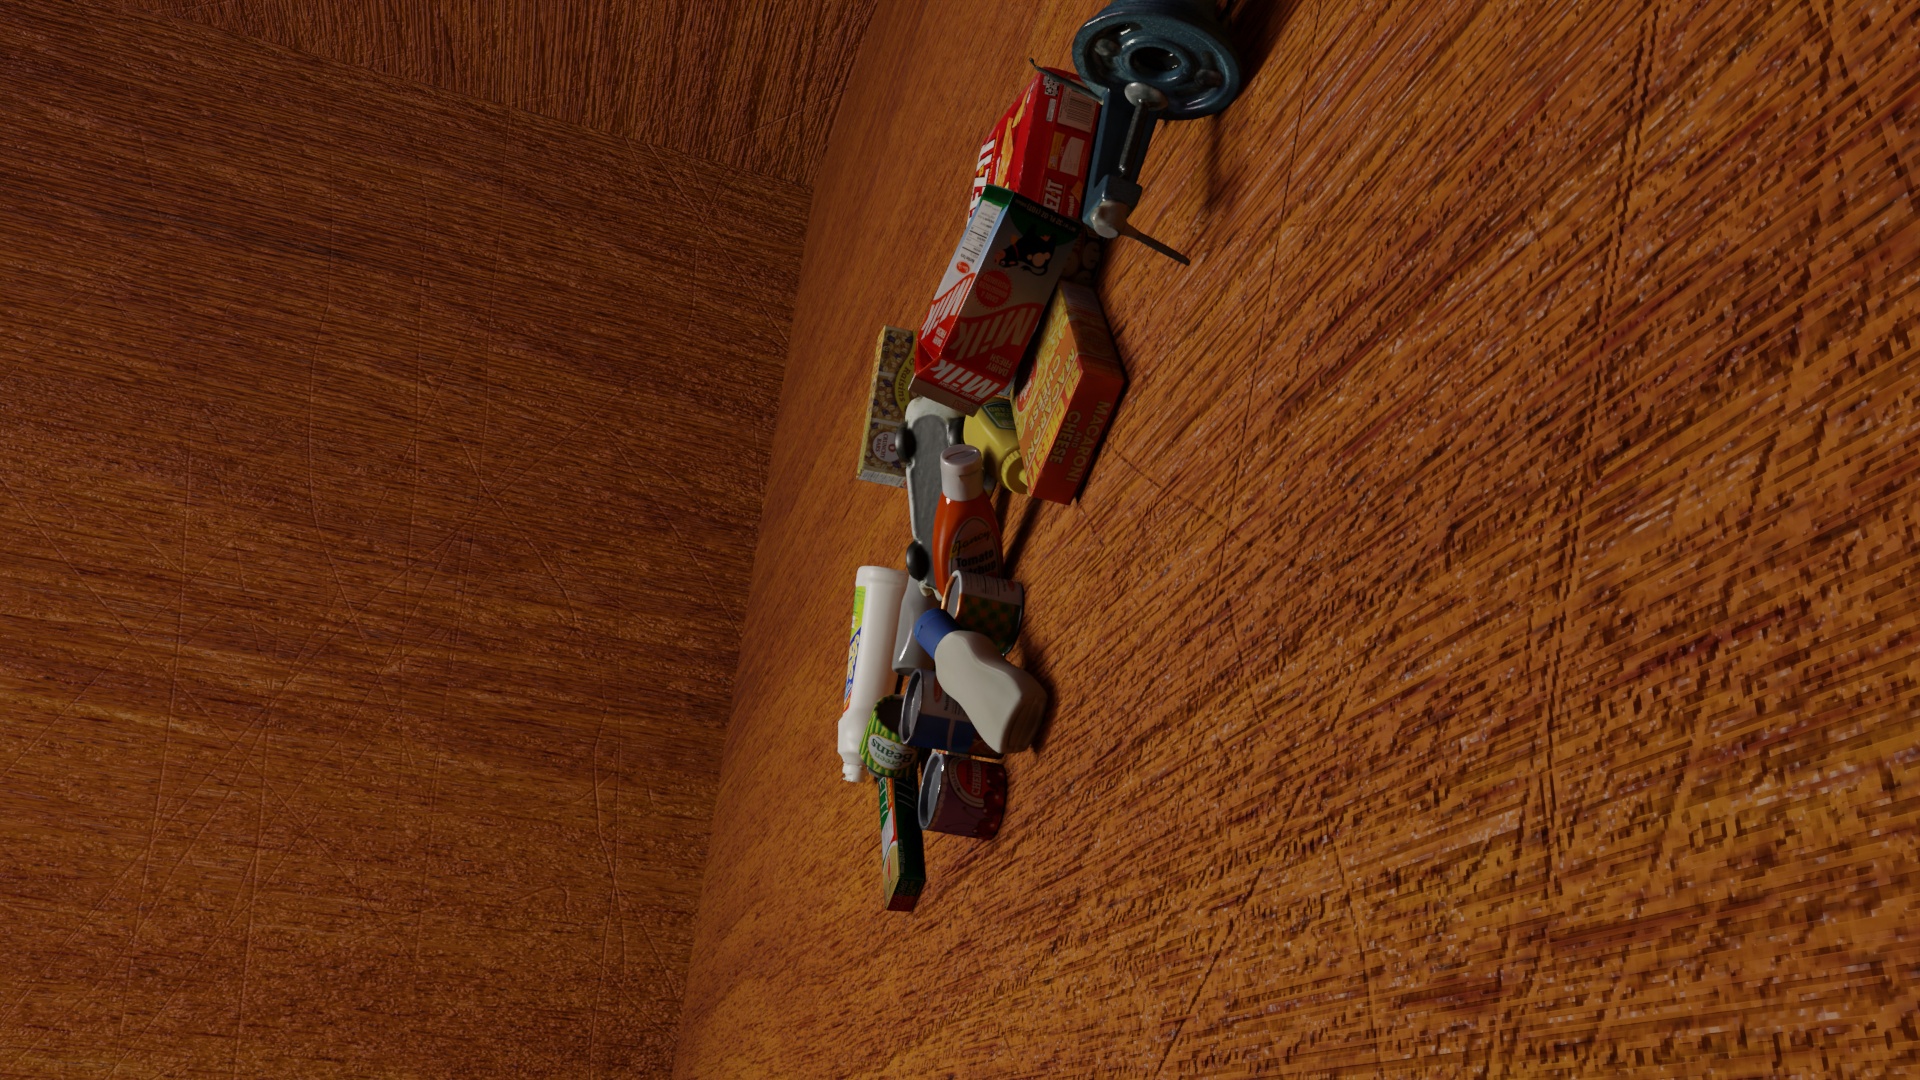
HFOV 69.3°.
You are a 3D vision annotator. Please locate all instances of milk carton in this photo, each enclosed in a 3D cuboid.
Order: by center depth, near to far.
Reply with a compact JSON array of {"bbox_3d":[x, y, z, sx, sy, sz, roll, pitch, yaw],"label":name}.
[{"bbox_3d":[0.023,-0.204,1.203,0.190,0.072,0.073,-64,25,10],"label":"milk carton"}]

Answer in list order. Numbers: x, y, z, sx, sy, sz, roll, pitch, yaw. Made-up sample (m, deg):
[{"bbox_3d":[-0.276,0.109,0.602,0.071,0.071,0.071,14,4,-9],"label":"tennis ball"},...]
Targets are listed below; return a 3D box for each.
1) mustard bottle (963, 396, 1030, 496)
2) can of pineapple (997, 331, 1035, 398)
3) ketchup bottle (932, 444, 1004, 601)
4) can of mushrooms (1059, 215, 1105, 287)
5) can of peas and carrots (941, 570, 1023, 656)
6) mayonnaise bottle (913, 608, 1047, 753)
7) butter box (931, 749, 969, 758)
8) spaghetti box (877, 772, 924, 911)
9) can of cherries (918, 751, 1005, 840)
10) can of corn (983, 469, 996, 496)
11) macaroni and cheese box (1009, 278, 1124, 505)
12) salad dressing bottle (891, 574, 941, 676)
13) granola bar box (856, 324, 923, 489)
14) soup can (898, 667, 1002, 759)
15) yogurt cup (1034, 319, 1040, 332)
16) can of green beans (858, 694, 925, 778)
[{"bbox_3d":[0.047,-0.080,1.238,0.161,0.065,0.048,-116,34,-59],"label":"mustard bottle"},{"bbox_3d":[0.053,-0.164,1.284,0.071,0.058,0.071,-166,88,-76],"label":"can of pineapple"},{"bbox_3d":[0.004,-0.016,1.246,0.044,0.065,0.148,-125,24,-50],"label":"ketchup bottle"},{"bbox_3d":[0.101,-0.253,1.225,0.071,0.033,0.071,-166,88,-77],"label":"can of mushrooms"},{"bbox_3d":[0.017,0.066,1.233,0.071,0.059,0.071,-166,88,-77],"label":"can of peas and carrots"},{"bbox_3d":[0.013,0.109,1.139,0.148,0.041,0.064,45,122,45],"label":"mayonnaise bottle"},{"bbox_3d":[-0.010,0.204,1.295,0.053,0.024,0.103,172,109,-75],"label":"butter box"},{"bbox_3d":[-0.065,0.271,1.443,0.251,0.029,0.050,-98,24,-54],"label":"spaghetti box"},{"bbox_3d":[0.002,0.214,1.170,0.071,0.058,0.071,-166,88,-77],"label":"can of cherries"},{"bbox_3d":[0.002,-0.074,1.409,0.071,0.058,0.071,-167,88,-76],"label":"can of corn"},{"bbox_3d":[0.087,-0.126,1.160,0.167,0.040,0.123,-97,24,-54],"label":"macaroni and cheese box"},{"bbox_3d":[-0.042,0.071,1.494,0.064,0.044,0.148,130,150,-66],"label":"salad dressing bottle"},{"bbox_3d":[-0.036,-0.136,1.474,0.039,0.124,0.166,136,144,-70],"label":"granola bar box"},{"bbox_3d":[-0.004,0.150,1.192,0.071,0.084,0.071,-166,88,-76],"label":"soup can"},{"bbox_3d":[0.051,-0.226,1.340,0.072,0.072,0.054,123,147,-56],"label":"yogurt cup"},{"bbox_3d":[-0.065,0.201,1.428,0.071,0.071,0.057,-98,25,-54],"label":"can of green beans"}]
